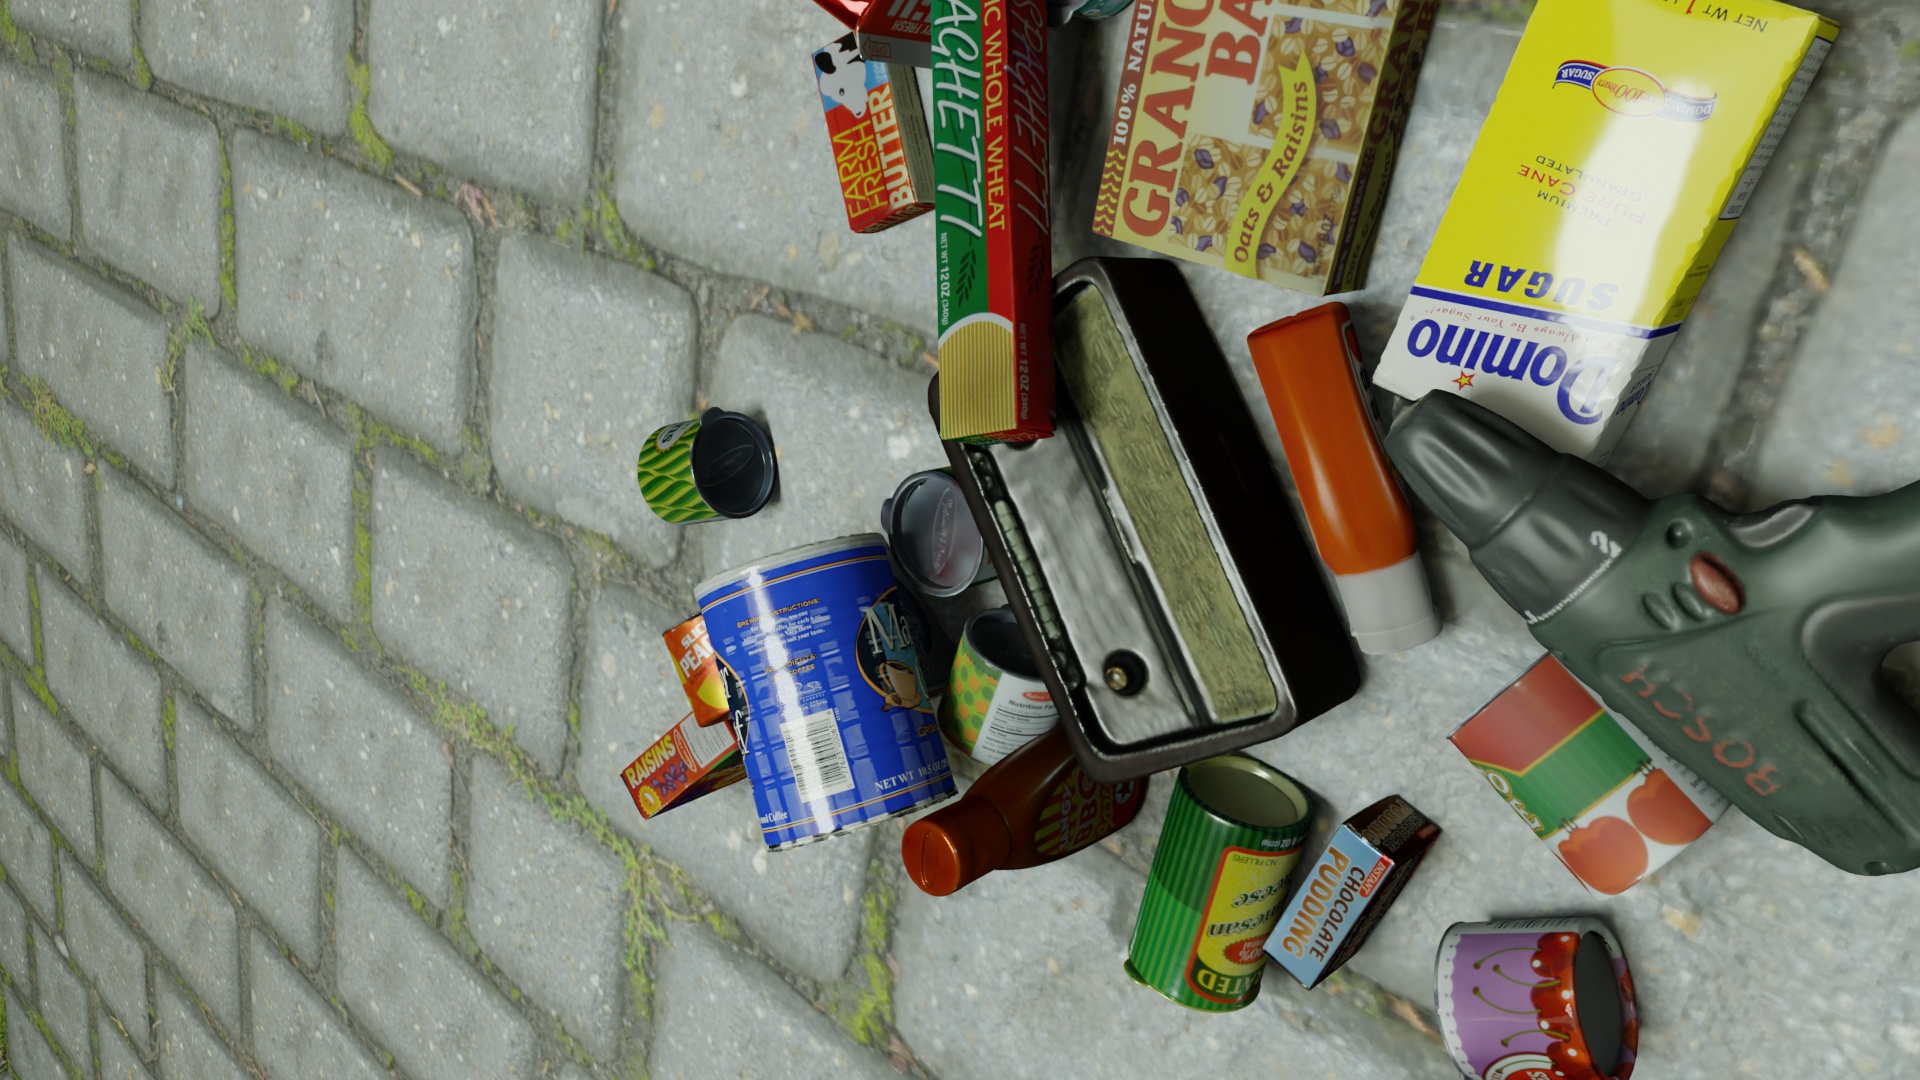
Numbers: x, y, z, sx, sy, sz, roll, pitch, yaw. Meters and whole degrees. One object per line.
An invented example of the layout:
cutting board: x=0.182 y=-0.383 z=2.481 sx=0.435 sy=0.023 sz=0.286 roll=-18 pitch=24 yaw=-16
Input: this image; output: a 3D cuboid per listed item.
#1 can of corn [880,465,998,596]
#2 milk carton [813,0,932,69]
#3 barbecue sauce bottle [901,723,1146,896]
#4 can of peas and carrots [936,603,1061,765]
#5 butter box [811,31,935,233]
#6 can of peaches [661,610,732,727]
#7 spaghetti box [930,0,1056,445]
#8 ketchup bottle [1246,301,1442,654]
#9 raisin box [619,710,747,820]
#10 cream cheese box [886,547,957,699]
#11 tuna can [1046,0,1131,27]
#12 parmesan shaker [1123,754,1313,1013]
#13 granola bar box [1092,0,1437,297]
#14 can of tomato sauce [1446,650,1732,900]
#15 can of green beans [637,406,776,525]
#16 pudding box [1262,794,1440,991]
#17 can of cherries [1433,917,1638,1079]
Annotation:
can of corn: x=0.003 y=-0.009 z=0.739 sx=0.071 sy=0.058 sz=0.071 roll=11 pitch=107 yaw=39
milk carton: x=-0.037 y=-0.334 z=0.693 sx=0.073 sy=0.072 sz=0.190 roll=0 pitch=100 yaw=41
barbecue sauce bottle: x=0.034 y=0.132 z=0.682 sx=0.043 sy=0.149 sz=0.064 roll=14 pitch=109 yaw=39
can of peas and carrots: x=0.026 y=0.076 z=0.735 sx=0.071 sy=0.071 sz=0.058 roll=35 pitch=121 yaw=30
butter box: x=-0.046 y=-0.224 z=0.757 sx=0.053 sy=0.024 sz=0.103 roll=-11 pitch=92 yaw=41
can of peaches: x=-0.129 y=0.068 z=0.787 sx=0.071 sy=0.071 sz=0.058 roll=-29 pitch=81 yaw=41
spaghetti box: x=0.014 y=-0.170 z=0.636 sx=0.050 sy=0.029 sz=0.250 roll=-5 pitch=85 yaw=44
ketchup bottle: x=0.166 y=-0.026 z=0.594 sx=0.043 sy=0.065 sz=0.148 roll=-18 pitch=96 yaw=15
raisin box: x=-0.148 y=0.126 z=0.881 sx=0.123 sy=0.086 sz=0.040 roll=-39 pitch=76 yaw=39
cream cheese box: x=-0.045 y=0.046 z=0.795 sx=0.104 sy=0.053 sz=0.024 roll=55 pitch=131 yaw=18
tuna can: x=0.056 y=-0.277 z=0.651 sx=0.071 sy=0.033 sz=0.071 roll=10 pitch=106 yaw=39
parmesan shaker: x=0.122 y=0.163 z=0.664 sx=0.071 sy=0.071 sz=0.102 roll=26 pitch=116 yaw=34
granola bar box: x=0.131 y=-0.201 z=0.598 sx=0.124 sy=0.039 sz=0.164 roll=25 pitch=115 yaw=34
can of tomato sauce: x=0.244 y=0.089 z=0.545 sx=0.083 sy=0.071 sz=0.071 roll=51 pitch=127 yaw=20
can of green beans: x=-0.158 y=-0.044 z=0.866 sx=0.057 sy=0.071 sz=0.071 roll=-6 pitch=96 yaw=42
pudding box: x=0.177 y=0.159 z=0.631 sx=0.030 sy=0.050 sz=0.083 roll=40 pitch=122 yaw=29
can of cherries: x=0.238 y=0.193 z=0.573 sx=0.058 sy=0.072 sz=0.071 roll=-17 pitch=88 yaw=41
